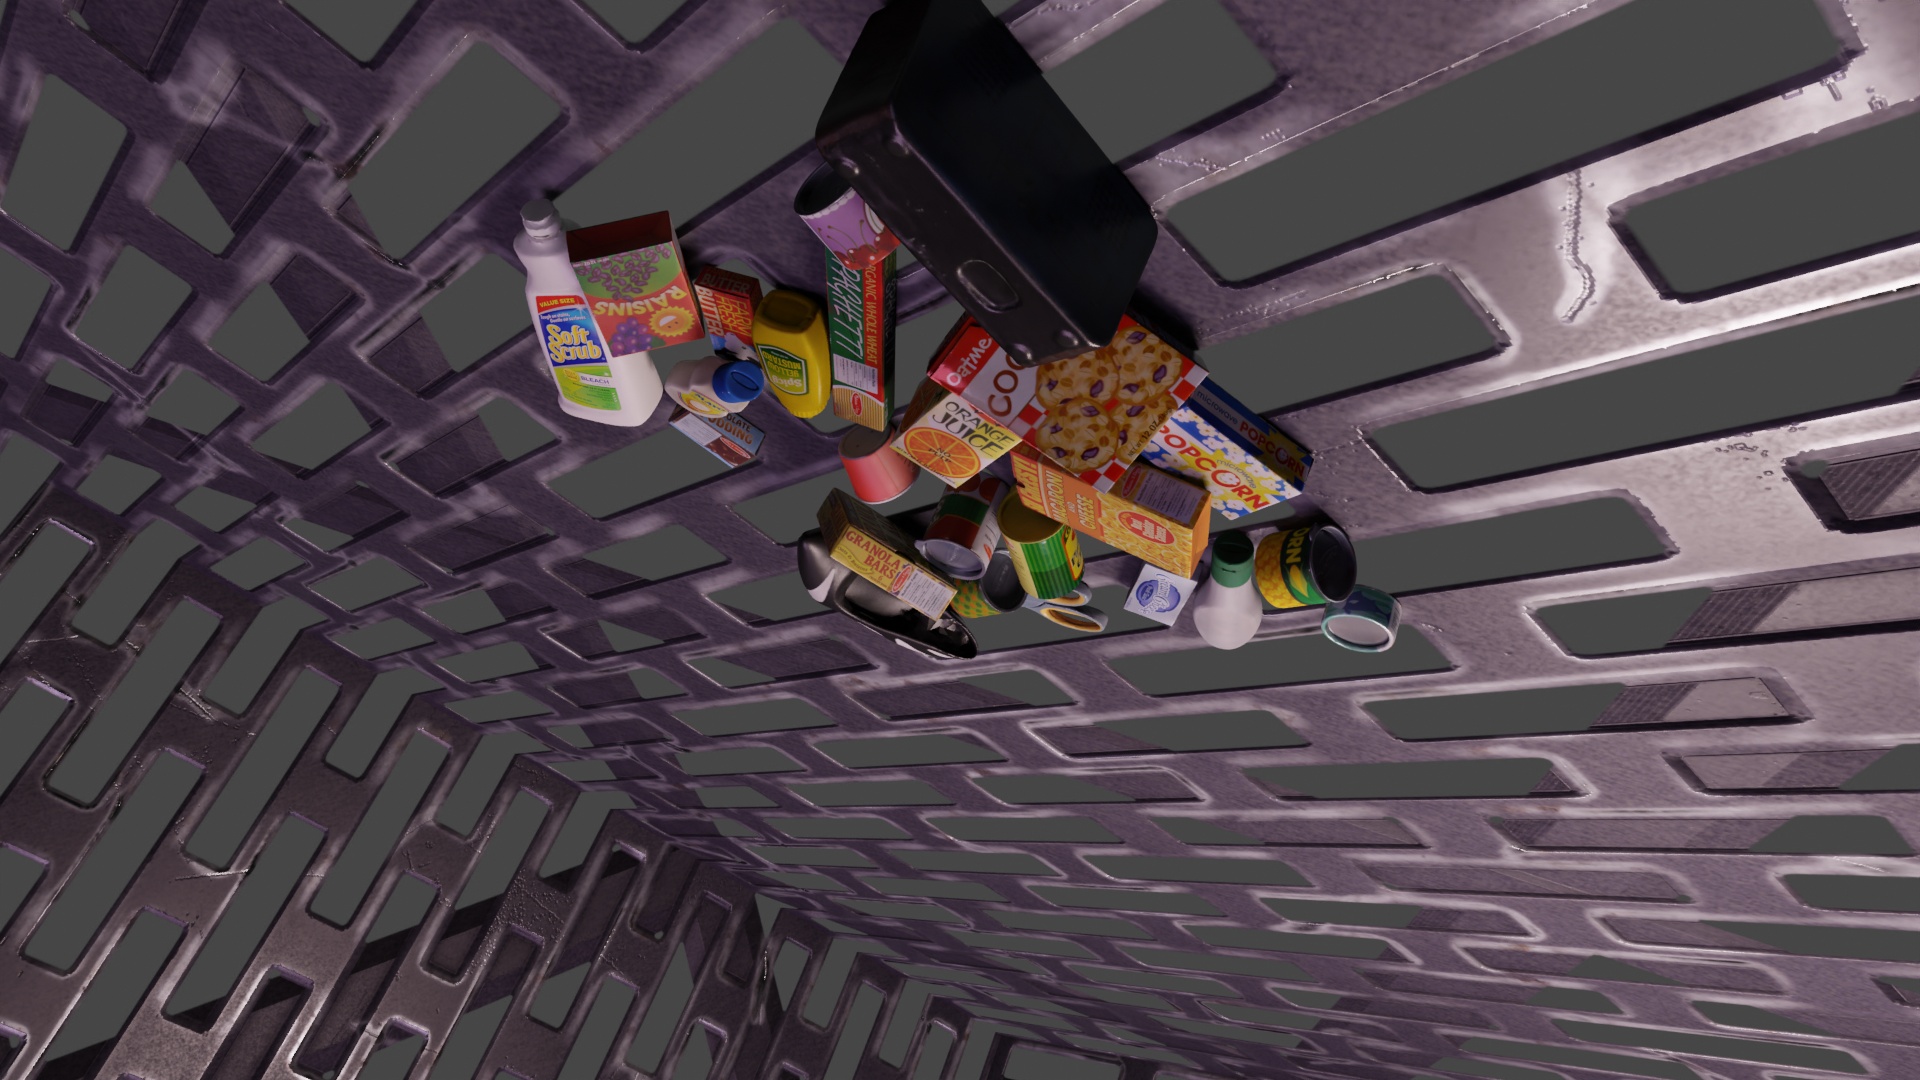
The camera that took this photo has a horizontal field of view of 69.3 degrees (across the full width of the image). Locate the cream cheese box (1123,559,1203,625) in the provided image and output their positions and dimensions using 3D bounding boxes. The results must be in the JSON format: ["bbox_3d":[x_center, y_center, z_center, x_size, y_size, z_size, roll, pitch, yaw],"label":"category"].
[{"bbox_3d":[0.193,0.044,1.328,0.053,0.024,0.103,19,153,4],"label":"cream cheese box"}]

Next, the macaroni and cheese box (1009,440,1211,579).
[{"bbox_3d":[0.127,-0.035,1.175,0.166,0.040,0.123,24,164,16],"label":"macaroni and cheese box"}]

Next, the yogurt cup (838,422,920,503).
[{"bbox_3d":[-0.077,-0.075,1.281,0.072,0.073,0.053,3,138,34],"label":"yogurt cup"}]

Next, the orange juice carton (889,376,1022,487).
[{"bbox_3d":[0.023,-0.118,1.117,0.072,0.073,0.192,32,151,-15],"label":"orange juice carton"}]

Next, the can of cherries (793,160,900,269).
[{"bbox_3d":[-0.073,-0.236,0.988,0.071,0.072,0.058,-4,142,41],"label":"can of cherries"}]

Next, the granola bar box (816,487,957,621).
[{"bbox_3d":[-0.075,0.010,1.361,0.124,0.039,0.166,32,-174,-16],"label":"granola bar box"}]

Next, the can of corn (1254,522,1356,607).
[{"bbox_3d":[0.289,0.020,1.169,0.071,0.071,0.058,40,148,-29],"label":"can of corn"}]

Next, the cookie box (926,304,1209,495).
[{"bbox_3d":[0.078,-0.128,1.021,0.167,0.040,0.122,33,111,-17],"label":"cookie box"}]

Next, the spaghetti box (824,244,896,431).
[{"bbox_3d":[-0.080,-0.173,1.145,0.050,0.029,0.248,19,152,7],"label":"spaghetti box"}]

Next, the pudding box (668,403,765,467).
[{"bbox_3d":[-0.242,-0.110,1.377,0.083,0.030,0.049,36,149,-24],"label":"pudding box"}]

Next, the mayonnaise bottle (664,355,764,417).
[{"bbox_3d":[-0.219,-0.140,1.256,0.064,0.041,0.148,31,168,-25],"label":"mayonnaise bottle"}]

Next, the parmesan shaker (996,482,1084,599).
[{"bbox_3d":[0.076,0.000,1.298,0.071,0.071,0.102,11,151,22],"label":"parmesan shaker"}]

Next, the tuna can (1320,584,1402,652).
[{"bbox_3d":[0.355,0.069,1.241,0.071,0.033,0.070,17,152,10],"label":"tuna can"}]

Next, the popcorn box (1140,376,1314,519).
[{"bbox_3d":[0.202,-0.073,1.098,0.126,0.038,0.085,34,151,-19],"label":"popcorn box"}]

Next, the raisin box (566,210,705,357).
[{"bbox_3d":[-0.271,-0.213,1.167,0.086,0.040,0.122,-14,148,-4],"label":"raisin box"}]

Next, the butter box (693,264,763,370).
[{"bbox_3d":[-0.194,-0.192,1.203,0.053,0.024,0.103,18,152,12],"label":"butter box"}]

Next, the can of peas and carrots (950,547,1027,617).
[{"bbox_3d":[0.025,0.042,1.407,0.071,0.071,0.058,39,149,-27],"label":"can of peas and carrots"}]

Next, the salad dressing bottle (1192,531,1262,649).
[{"bbox_3d":[0.246,0.046,1.273,0.064,0.044,0.147,11,149,14],"label":"salad dressing bottle"}]

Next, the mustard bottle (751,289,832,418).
[{"bbox_3d":[-0.140,-0.150,1.209,0.065,0.049,0.159,20,152,14],"label":"mustard bottle"}]

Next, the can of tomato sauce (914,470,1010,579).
[{"bbox_3d":[0.005,-0.016,1.299,0.071,0.083,0.071,18,152,10],"label":"can of tomato sauce"}]
